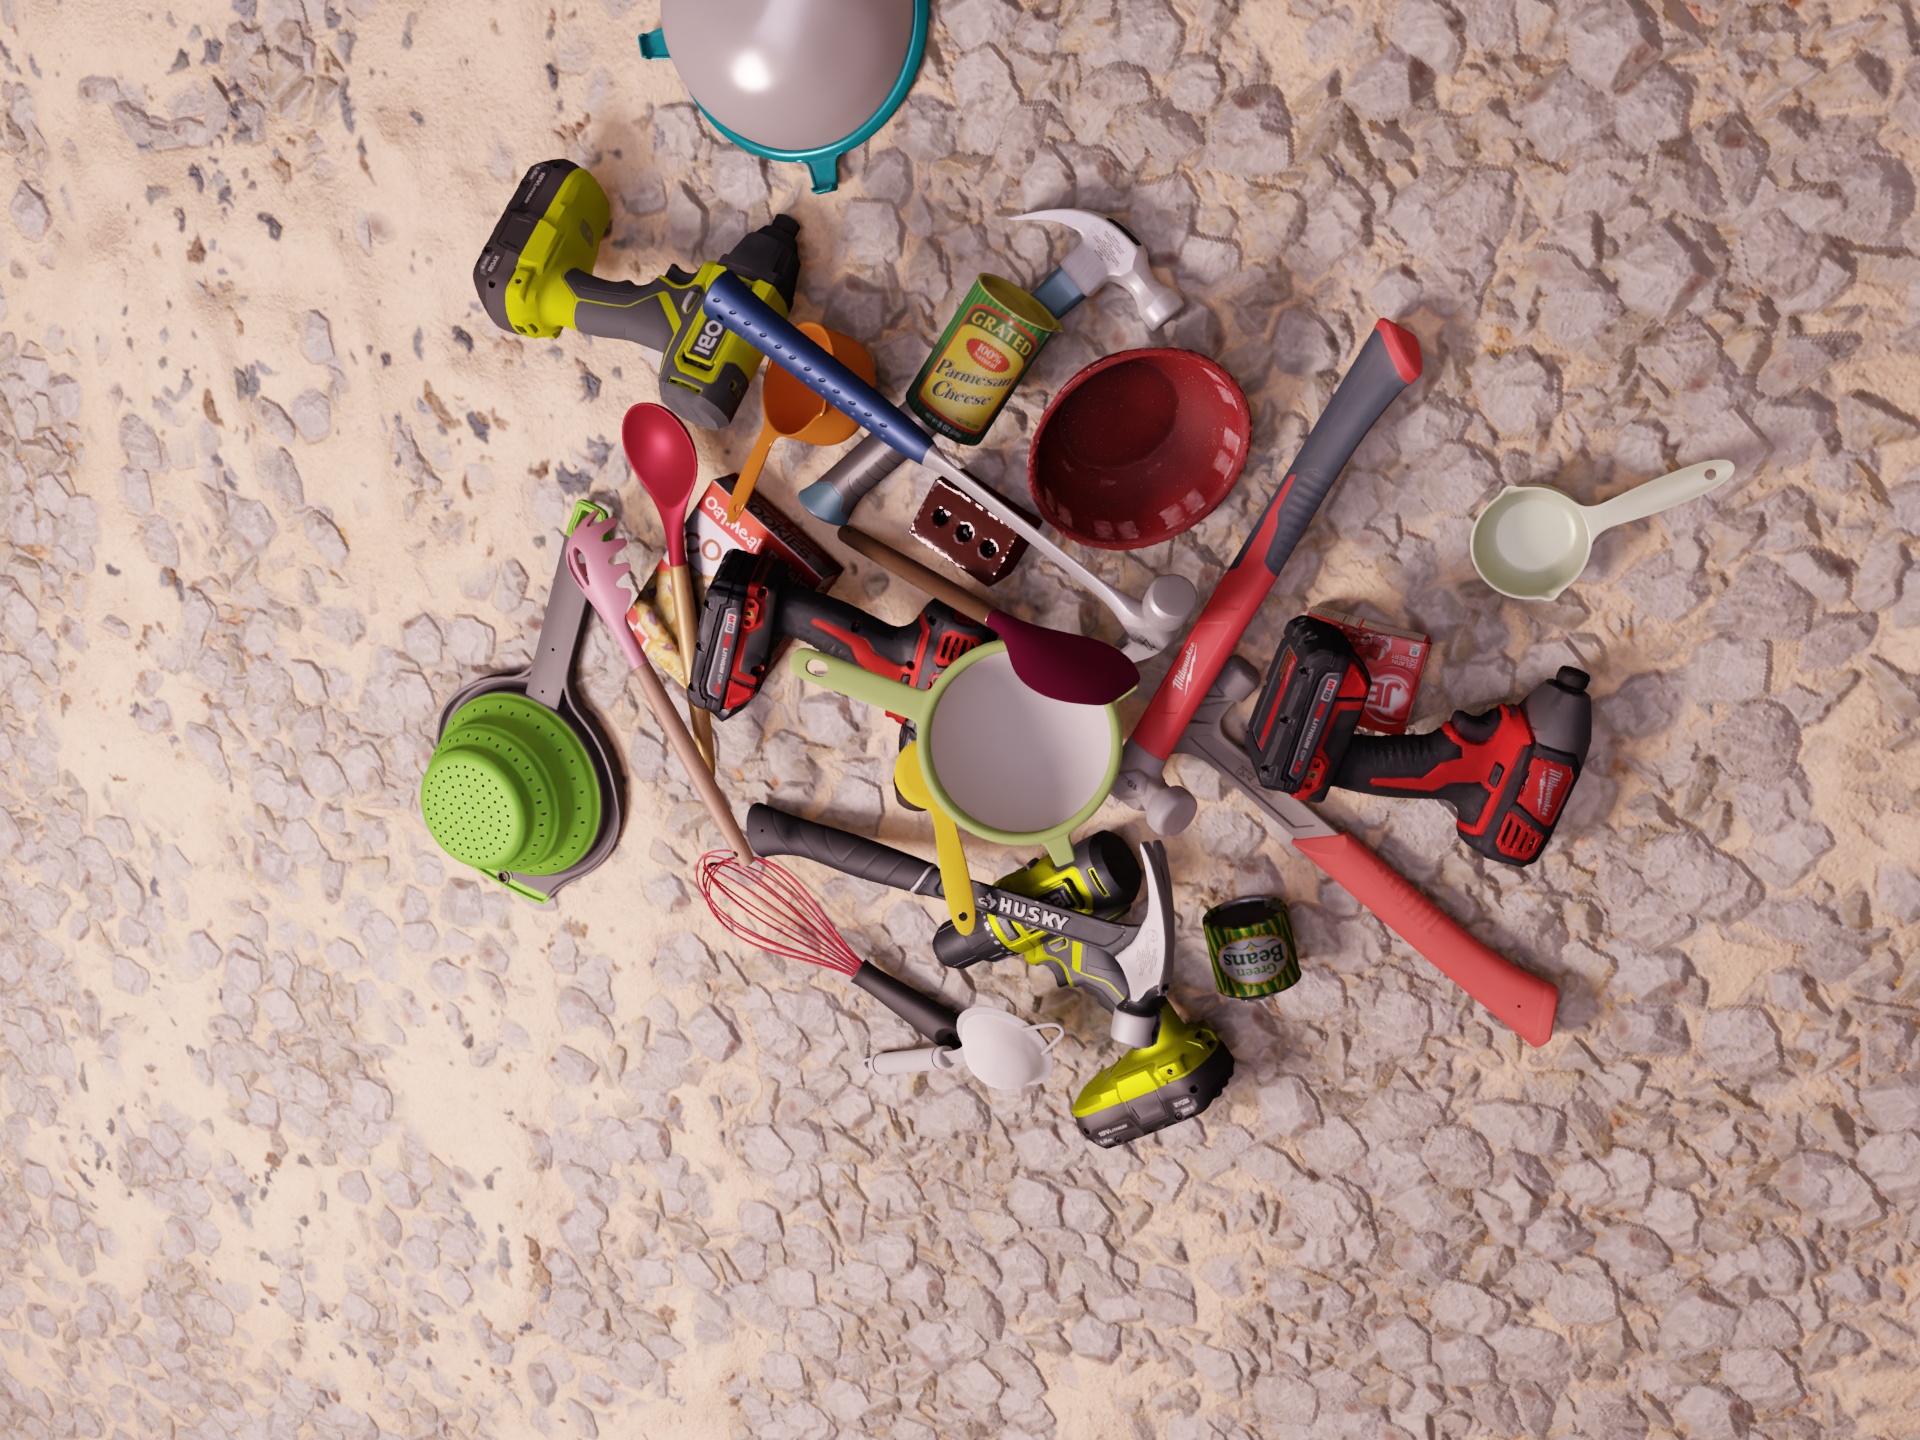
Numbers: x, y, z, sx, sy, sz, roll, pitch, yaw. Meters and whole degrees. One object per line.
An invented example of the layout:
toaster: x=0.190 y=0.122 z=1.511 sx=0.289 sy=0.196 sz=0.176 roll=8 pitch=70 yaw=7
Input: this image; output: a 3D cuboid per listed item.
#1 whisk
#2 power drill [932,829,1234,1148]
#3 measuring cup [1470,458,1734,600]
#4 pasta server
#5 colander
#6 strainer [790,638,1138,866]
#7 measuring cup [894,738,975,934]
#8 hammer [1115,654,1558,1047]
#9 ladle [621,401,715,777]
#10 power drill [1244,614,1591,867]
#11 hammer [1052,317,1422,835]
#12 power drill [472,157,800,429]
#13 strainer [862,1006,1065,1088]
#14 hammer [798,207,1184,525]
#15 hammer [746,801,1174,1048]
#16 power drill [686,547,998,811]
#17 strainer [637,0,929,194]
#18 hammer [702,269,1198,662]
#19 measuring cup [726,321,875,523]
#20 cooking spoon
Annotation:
whisk: x=-0.104 y=0.203 z=1.365 sx=0.296 sy=0.073 sz=0.073 roll=34 pitch=116 yaw=2
power drill: x=0.096 y=0.220 z=1.276 sx=0.190 sy=0.080 sz=0.228 roll=-31 pitch=91 yaw=31
measuring cup: x=0.422 y=-0.137 z=1.052 sx=0.167 sy=0.038 sz=0.083 roll=-21 pitch=98 yaw=24
pasta server: x=-0.243 y=-0.024 z=1.305 sx=0.060 sy=0.040 sz=0.316 roll=-24 pitch=95 yaw=49
colander: x=-0.385 y=-0.003 z=1.389 sx=0.204 sy=0.094 sz=0.397 roll=26 pitch=115 yaw=13
strainer: x=-0.002 y=-0.004 z=1.186 sx=0.256 sy=0.069 sz=0.151 roll=20 pitch=96 yaw=10
measuring cup: x=-0.012 y=0.088 z=1.214 sx=0.062 sy=0.029 sz=0.156 roll=-13 pitch=85 yaw=8
hammer: x=0.290 y=0.118 z=1.186 sx=0.359 sy=0.037 sz=0.149 roll=41 pitch=117 yaw=6
ladle: x=-0.224 y=-0.101 z=1.285 sx=0.069 sy=0.031 sz=0.315 roll=5 pitch=111 yaw=29
power drill: x=0.320 y=0.008 z=1.091 sx=0.219 sy=0.079 sz=0.143 roll=16 pitch=111 yaw=-5
hammer: x=0.198 y=-0.113 z=1.137 sx=0.143 sy=0.038 sz=0.386 roll=44 pitch=114 yaw=38
power drill: x=-0.240 y=-0.337 z=1.216 sx=0.223 sy=0.080 sz=0.171 roll=23 pitch=81 yaw=13
strainer: x=-0.009 y=0.281 z=1.317 sx=0.086 sy=0.050 sz=0.258 roll=52 pitch=143 yaw=-14
hammer: x=0.002 y=-0.252 z=1.187 sx=0.331 sy=0.033 sz=0.128 roll=-37 pitch=91 yaw=27
hammer: x=-0.013 y=0.126 z=1.259 sx=0.409 sy=0.036 sz=0.149 roll=14 pitch=97 yaw=33
power drill: x=-0.094 y=-0.029 z=1.251 sx=0.226 sy=0.080 sz=0.187 roll=14 pitch=121 yaw=-3
strainer: x=-0.102 y=-0.553 z=1.099 sx=0.211 sy=0.095 sz=0.340 roll=40 pitch=118 yaw=6
hammer: x=-0.015 y=-0.177 z=1.118 sx=0.405 sy=0.144 sz=0.035 roll=38 pitch=73 yaw=4
measuring cup: x=-0.124 y=-0.220 z=1.223 sx=0.173 sy=0.052 sz=0.095 roll=-58 pitch=47 yaw=25
cooking spoon: x=0.007 y=-0.085 z=1.167 sx=0.319 sy=0.069 sz=0.017 roll=33 pitch=146 yaw=41
